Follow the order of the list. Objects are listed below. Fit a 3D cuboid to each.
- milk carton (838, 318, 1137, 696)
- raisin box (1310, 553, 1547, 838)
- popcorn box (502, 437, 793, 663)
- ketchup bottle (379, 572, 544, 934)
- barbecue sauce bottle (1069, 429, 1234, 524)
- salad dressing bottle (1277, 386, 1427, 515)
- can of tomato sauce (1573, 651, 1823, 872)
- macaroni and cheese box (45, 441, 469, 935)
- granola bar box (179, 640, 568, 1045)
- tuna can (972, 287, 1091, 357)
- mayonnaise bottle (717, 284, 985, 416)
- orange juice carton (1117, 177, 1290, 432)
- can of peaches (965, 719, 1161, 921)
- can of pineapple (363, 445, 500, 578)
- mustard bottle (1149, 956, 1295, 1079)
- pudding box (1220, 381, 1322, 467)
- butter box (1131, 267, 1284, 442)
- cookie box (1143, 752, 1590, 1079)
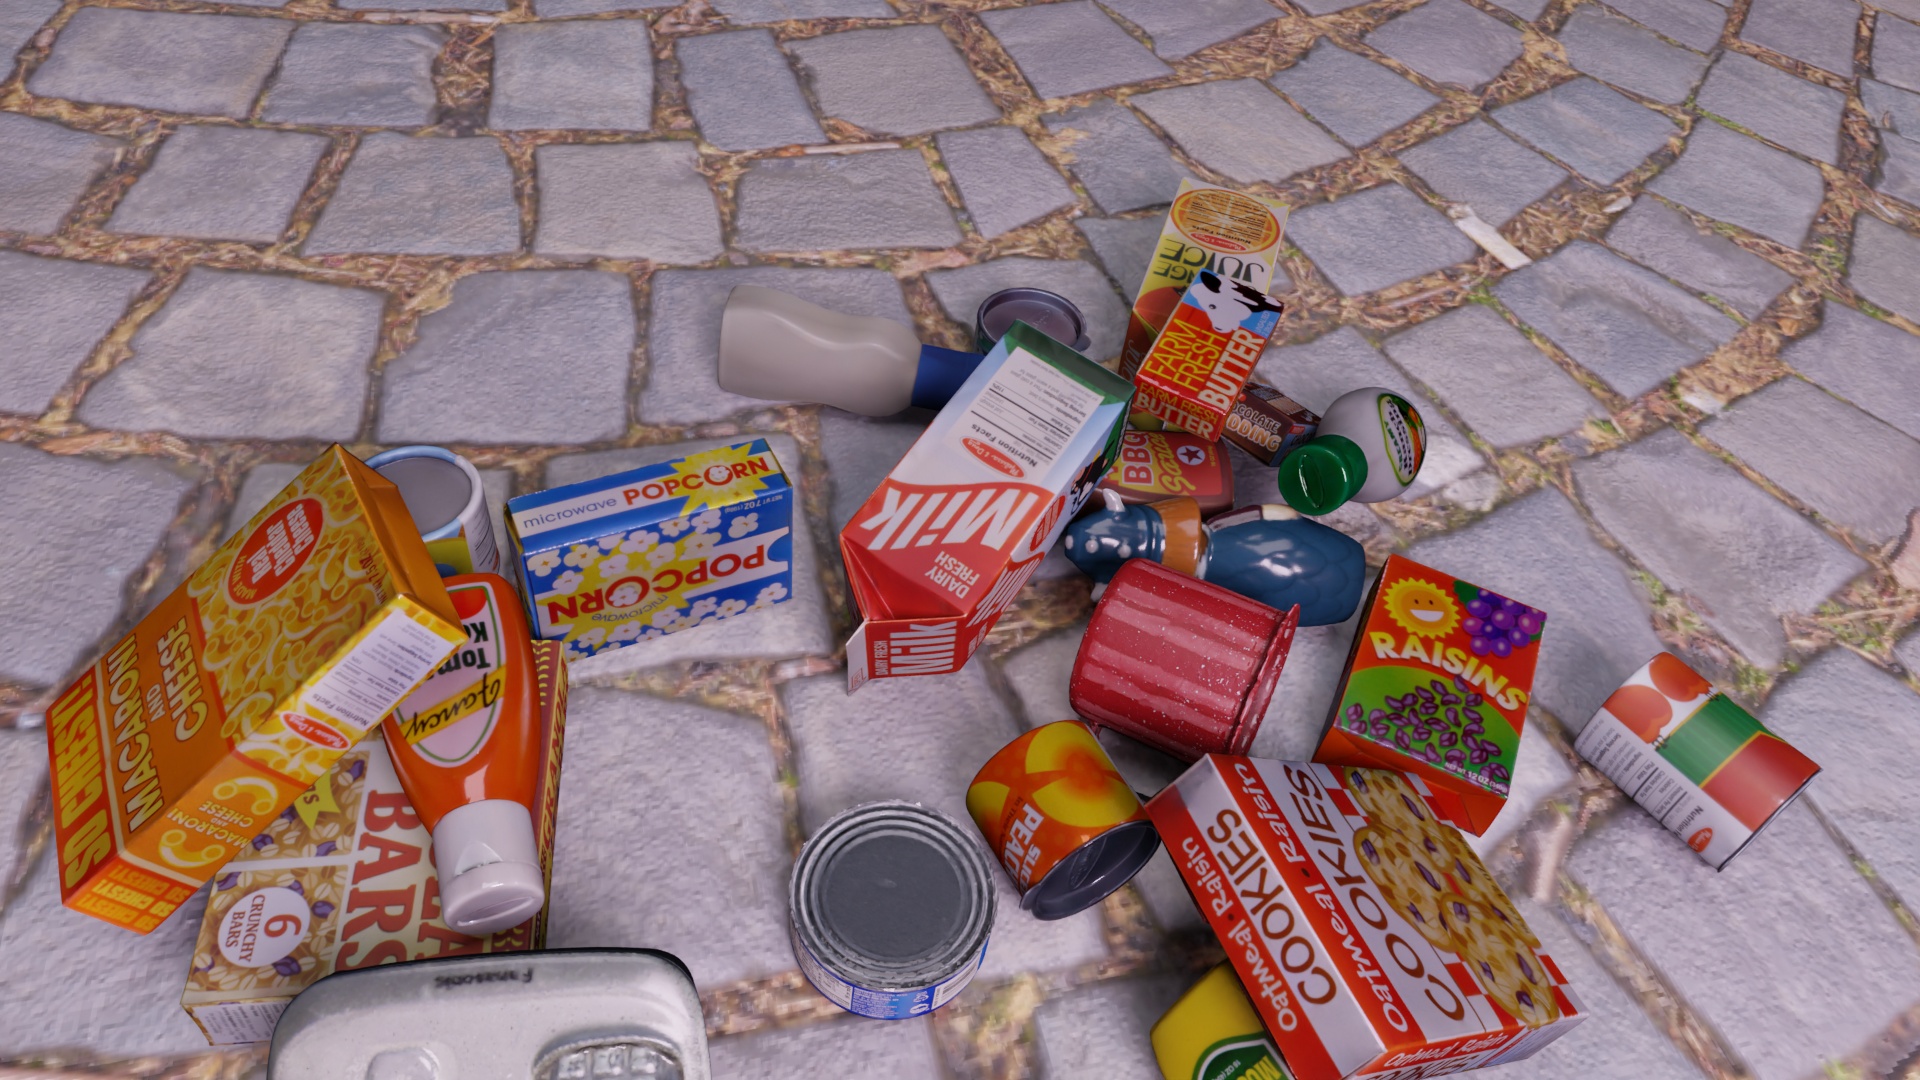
[{"bbox_3d":[0.002,-0.008,0.674,0.073,0.072,0.191,32,66,13],"label":"milk carton"},{"bbox_3d":[0.233,0.073,0.685,0.086,0.039,0.124,22,50,13],"label":"raisin box"},{"bbox_3d":[-0.145,0.006,0.660,0.127,0.084,0.038,-16,51,-21],"label":"popcorn box"},{"bbox_3d":[-0.197,0.083,0.557,0.065,0.043,0.149,-18,53,-10],"label":"ketchup bottle"},{"bbox_3d":[0.070,-0.034,0.756,0.149,0.043,0.065,4,44,-4],"label":"barbecue sauce bottle"},{"bbox_3d":[0.212,-0.045,0.748,0.044,0.064,0.148,-14,6,34],"label":"salad dressing bottle"},{"bbox_3d":[0.347,0.102,0.656,0.071,0.070,0.083,-26,56,-28],"label":"can of tomato sauce"},{"bbox_3d":[-0.287,0.055,0.560,0.166,0.040,0.124,-43,46,-2],"label":"macaroni and cheese box"},{"bbox_3d":[-0.233,0.117,0.578,0.124,0.038,0.166,-1,48,-9],"label":"granola bar box"},{"bbox_3d":[0.043,-0.119,0.836,0.071,0.032,0.071,4,48,-4],"label":"tuna can"},{"bbox_3d":[-0.061,-0.101,0.789,0.148,0.064,0.041,11,43,-4],"label":"mayonnaise bottle"},{"bbox_3d":[0.143,-0.133,0.838,0.073,0.071,0.194,17,48,7],"label":"orange juice carton"},{"bbox_3d":[0.042,0.120,0.595,0.071,0.070,0.058,-19,53,-23],"label":"can of peaches"},{"bbox_3d":[-0.263,-0.004,0.671,0.071,0.057,0.071,4,48,-4],"label":"can of pineapple"},{"bbox_3d":[0.140,0.229,0.511,0.049,0.065,0.160,1,41,-52],"label":"mustard bottle"},{"bbox_3d":[0.173,-0.066,0.783,0.050,0.030,0.084,37,19,23],"label":"pudding box"},{"bbox_3d":[0.131,-0.100,0.741,0.053,0.024,0.104,25,52,10],"label":"butter box"},{"bbox_3d":[0.163,0.149,0.552,0.167,0.040,0.123,13,37,-43],"label":"cookie box"}]
